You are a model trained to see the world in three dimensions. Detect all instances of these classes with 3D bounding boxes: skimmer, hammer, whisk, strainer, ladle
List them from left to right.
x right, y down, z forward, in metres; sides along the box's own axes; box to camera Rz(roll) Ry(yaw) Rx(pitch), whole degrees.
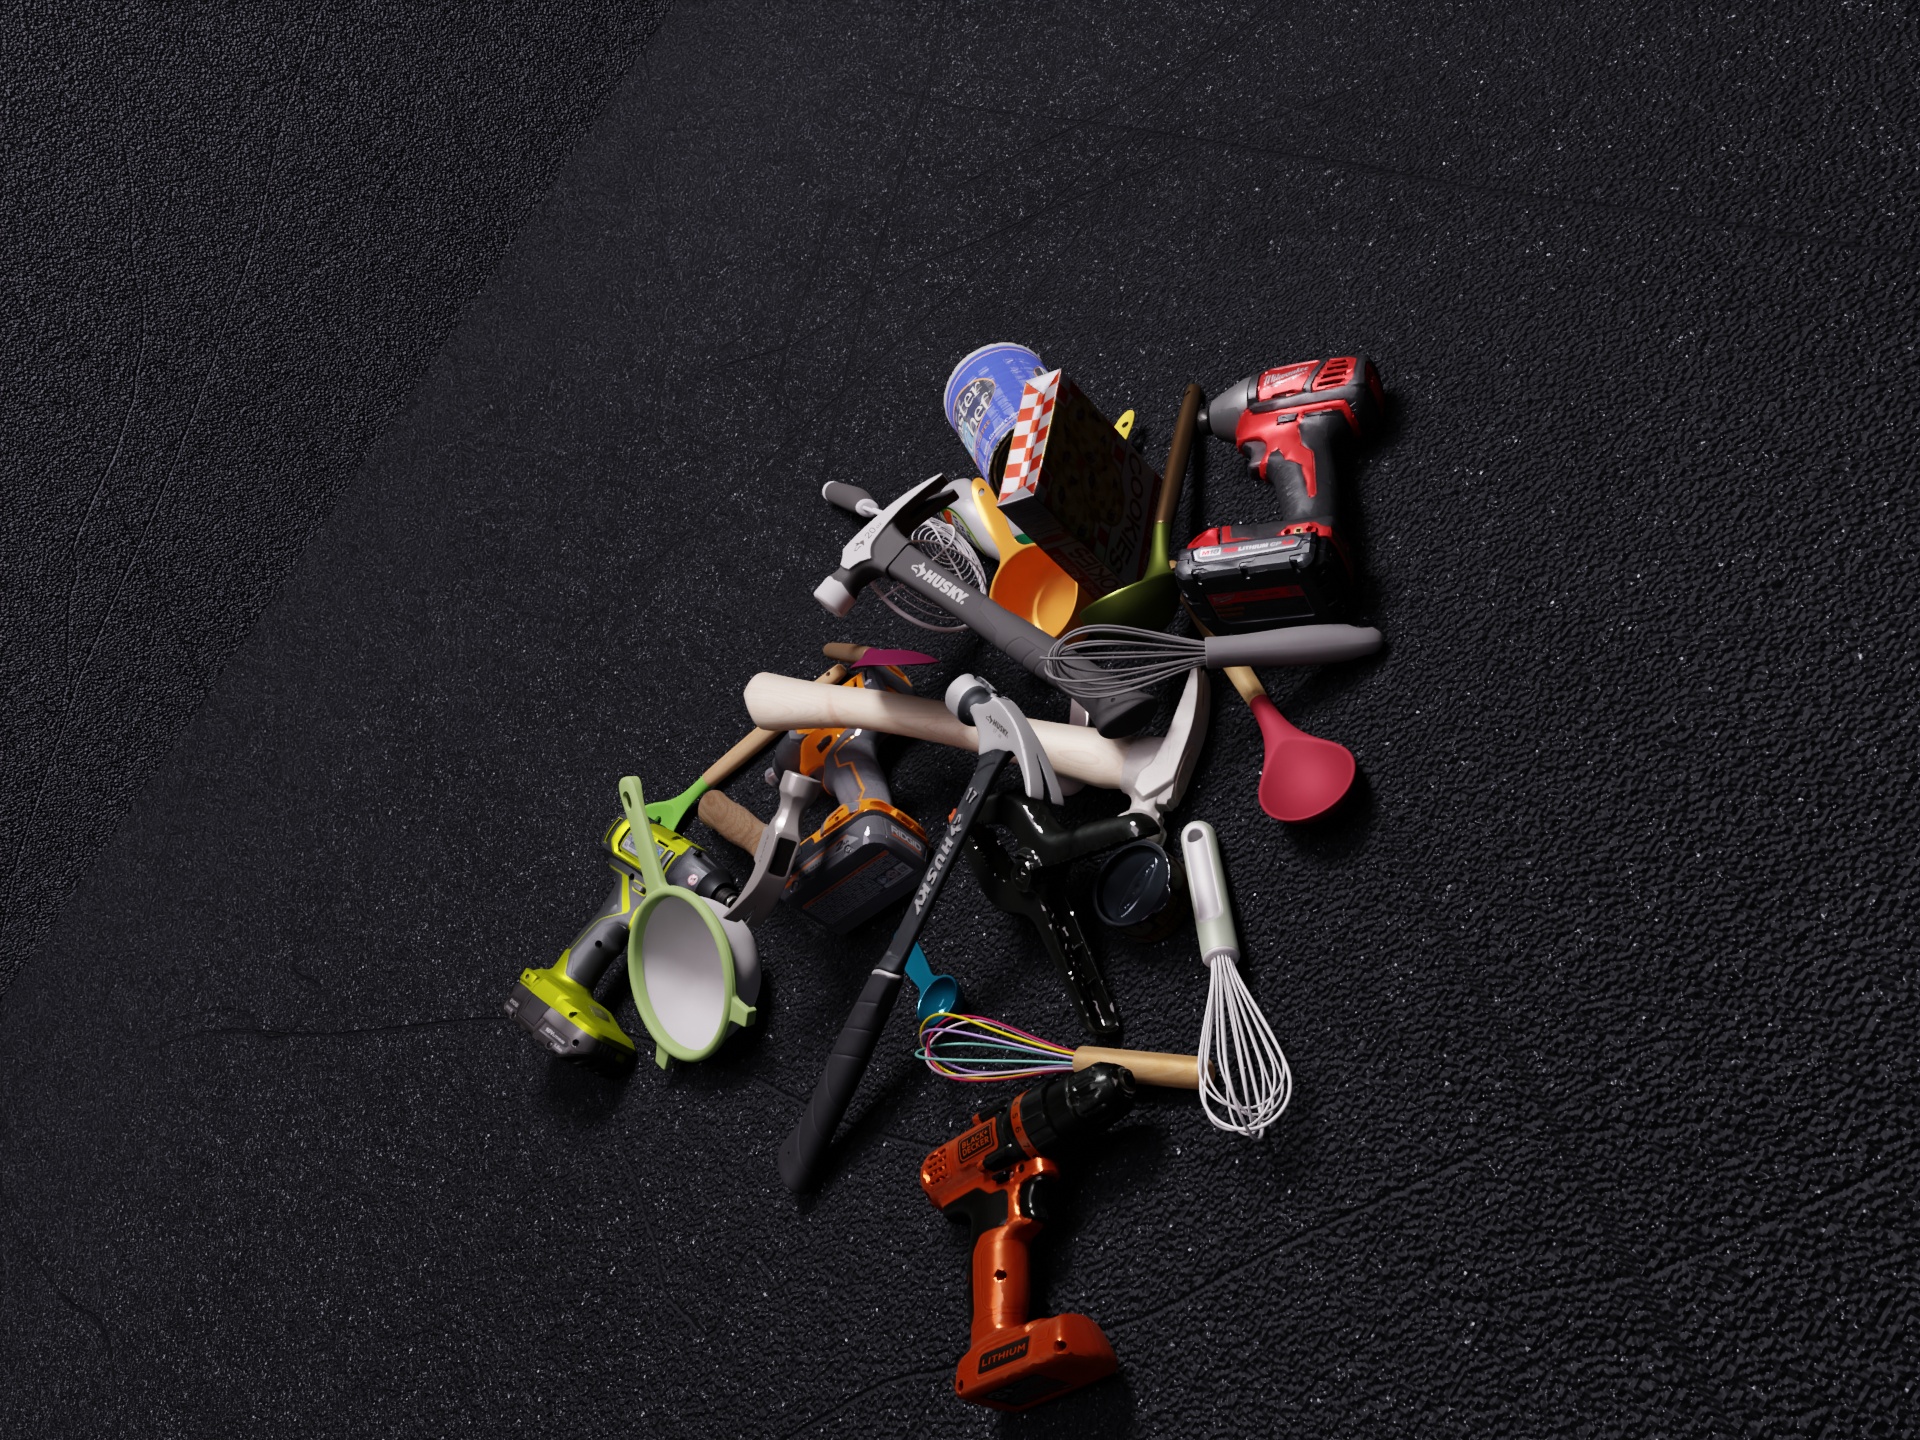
[{"bbox_3d":[-0.236,0.166,1.387,0.151,0.069,0.256,-34,69,42],"label":"strainer"},{"bbox_3d":[-0.190,0.097,1.383,0.130,0.031,0.331,-72,18,-3],"label":"hammer"},{"bbox_3d":[-0.079,-0.167,1.520,0.364,0.127,0.090,35,108,63],"label":"skimmer"},{"bbox_3d":[-0.042,0.174,1.170,0.149,0.036,0.409,44,113,54],"label":"hammer"},{"bbox_3d":[-0.002,-0.004,1.263,0.411,0.038,0.146,10,68,33],"label":"hammer"},{"bbox_3d":[0.029,-0.082,1.249,0.146,0.035,0.335,-49,51,-6],"label":"hammer"},{"bbox_3d":[0.063,0.230,1.091,0.245,0.051,0.047,-4,79,39],"label":"whisk"},{"bbox_3d":[0.156,-0.176,1.253,0.078,0.062,0.320,-27,33,39],"label":"ladle"},{"bbox_3d":[0.174,-0.048,1.116,0.239,0.055,0.055,-4,55,10],"label":"whisk"},{"bbox_3d":[0.170,0.161,1.034,0.058,0.059,0.247,-22,42,18],"label":"whisk"},{"bbox_3d":[0.205,-0.029,1.155,0.069,0.031,0.316,-31,40,8],"label":"ladle"}]

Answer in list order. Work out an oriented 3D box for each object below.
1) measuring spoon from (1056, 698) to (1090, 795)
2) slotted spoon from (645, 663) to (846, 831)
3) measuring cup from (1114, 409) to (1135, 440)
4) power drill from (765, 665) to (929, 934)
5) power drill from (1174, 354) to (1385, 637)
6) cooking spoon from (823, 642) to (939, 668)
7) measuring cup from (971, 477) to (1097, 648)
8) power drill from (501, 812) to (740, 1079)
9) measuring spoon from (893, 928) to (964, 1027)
[{"bbox_3d":[0.090,0.002,1.260,0.034,0.018,0.124,-19,49,37],"label":"measuring spoon"},{"bbox_3d":[-0.228,0.046,1.556,0.313,0.031,0.070,-39,47,16],"label":"slotted spoon"},{"bbox_3d":[0.126,-0.197,1.366,0.062,0.029,0.157,1,61,47],"label":"measuring cup"},{"bbox_3d":[-0.106,0.068,1.370,0.164,0.084,0.227,-35,37,24],"label":"power drill"},{"bbox_3d":[0.232,-0.174,1.184,0.143,0.078,0.220,-4,55,31],"label":"power drill"},{"bbox_3d":[-0.081,-0.055,1.349,0.319,0.068,0.017,-166,73,-74],"label":"cooking spoon"},{"bbox_3d":[0.058,-0.132,1.331,0.095,0.052,0.174,-39,58,25],"label":"measuring cup"},{"bbox_3d":[-0.309,0.208,1.473,0.171,0.080,0.223,24,77,39],"label":"power drill"},{"bbox_3d":[-0.025,0.199,1.240,0.042,0.021,0.129,-50,29,5],"label":"measuring spoon"}]
